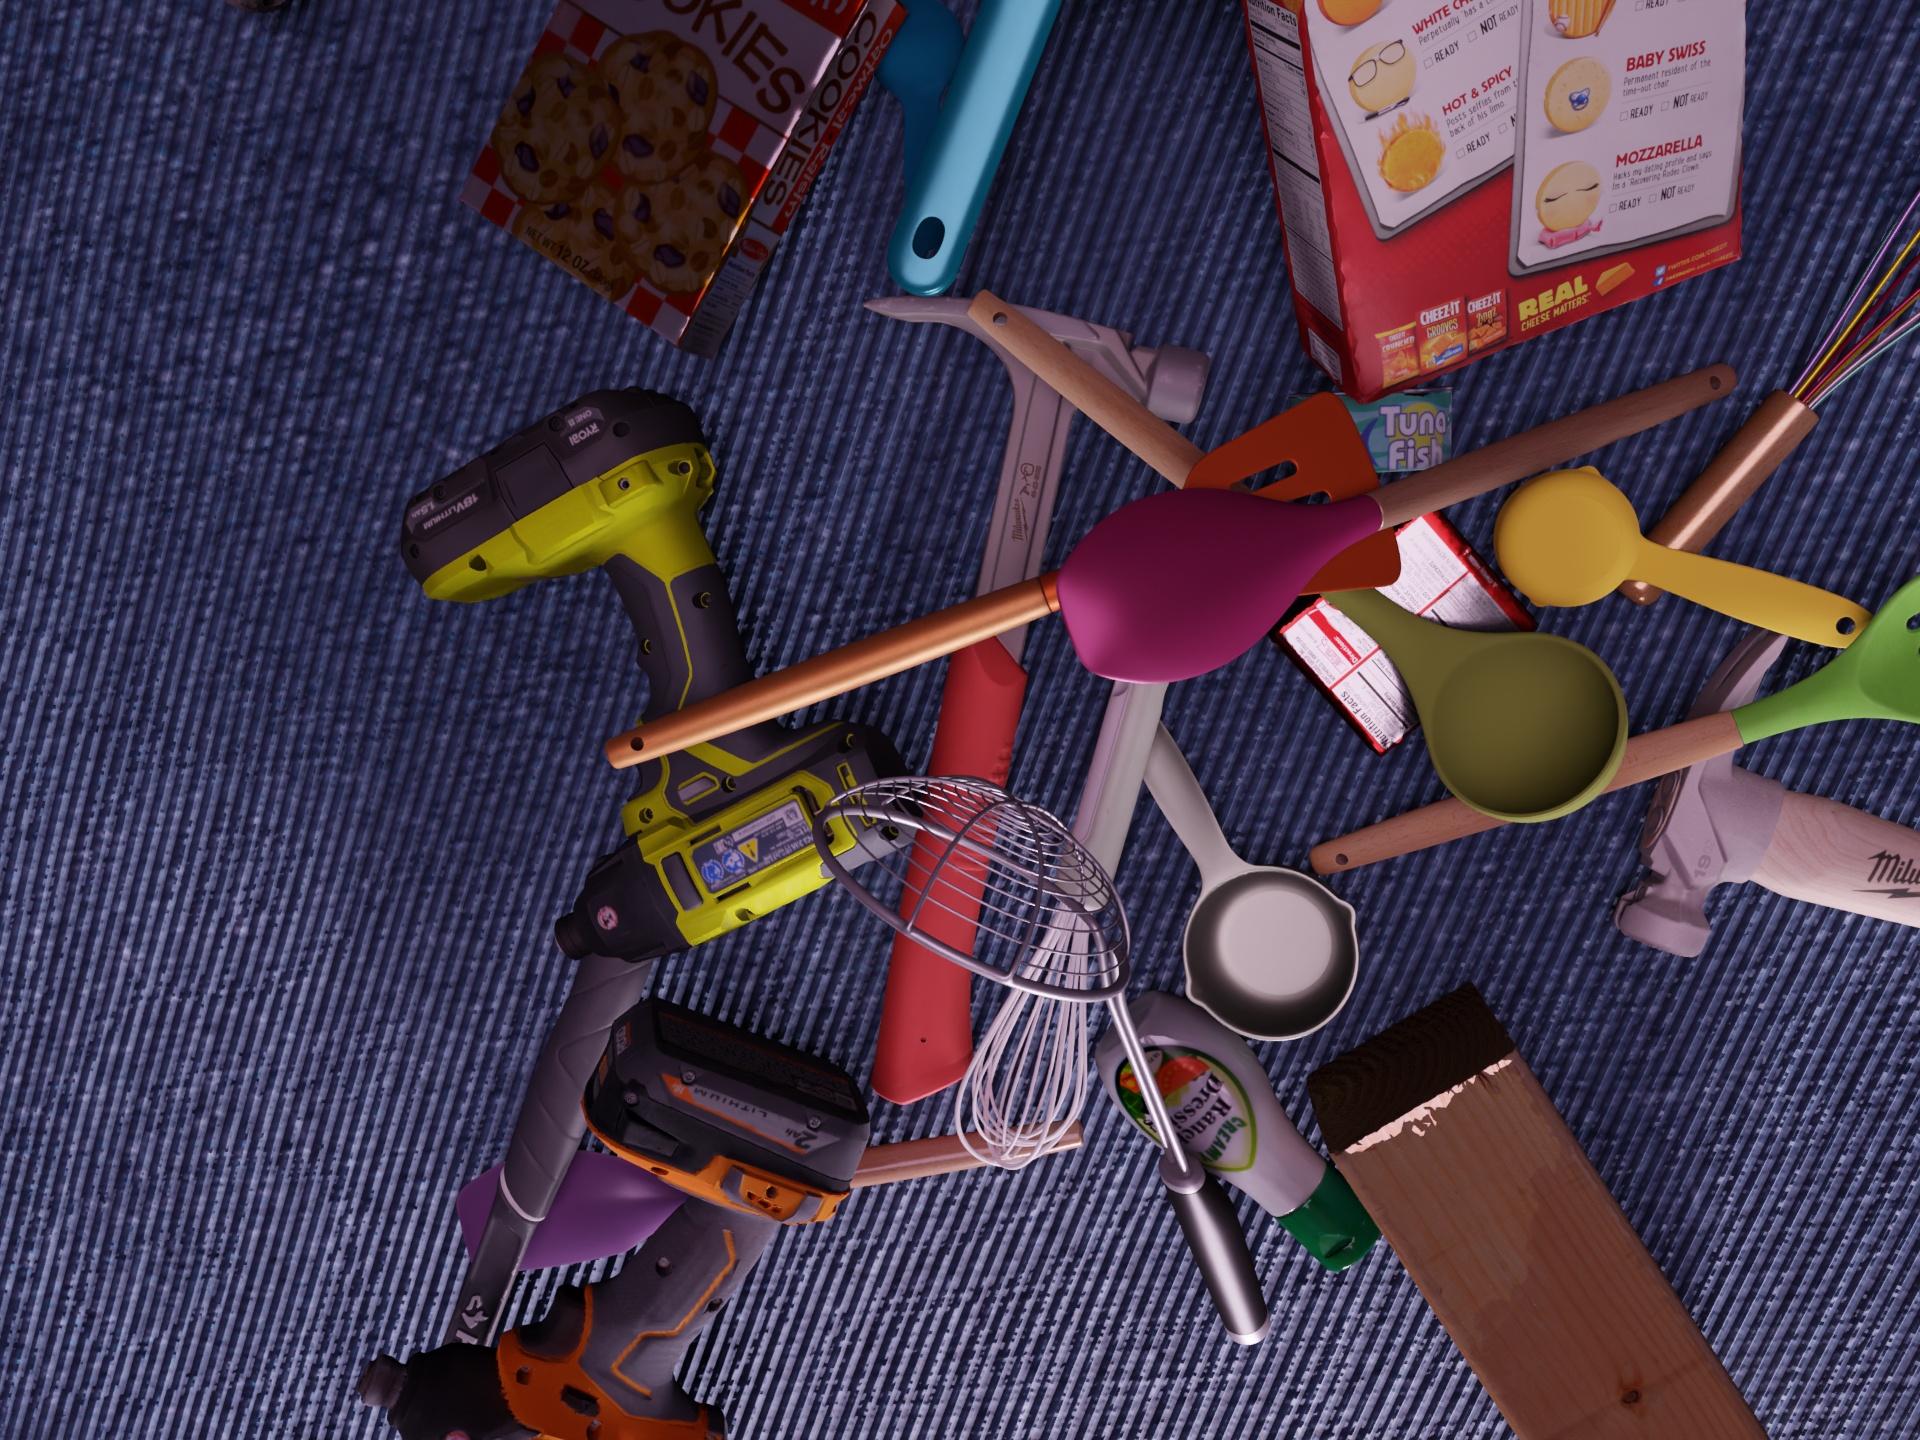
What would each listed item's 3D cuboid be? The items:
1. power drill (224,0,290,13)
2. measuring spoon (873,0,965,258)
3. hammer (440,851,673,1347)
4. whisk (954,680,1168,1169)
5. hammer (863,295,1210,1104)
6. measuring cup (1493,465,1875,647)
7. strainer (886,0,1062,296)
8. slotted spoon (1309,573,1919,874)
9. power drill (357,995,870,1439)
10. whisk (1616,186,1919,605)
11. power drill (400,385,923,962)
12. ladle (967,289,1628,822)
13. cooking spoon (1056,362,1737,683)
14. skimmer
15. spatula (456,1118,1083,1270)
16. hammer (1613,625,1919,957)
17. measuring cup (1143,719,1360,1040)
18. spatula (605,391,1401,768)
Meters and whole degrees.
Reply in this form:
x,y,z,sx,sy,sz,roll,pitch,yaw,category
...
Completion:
x,y,z,sx,sy,sz,roll,pitch,yaw,category
-0.283,-0.425,0.647,0.226,0.084,0.185,-35,95,15,power drill
-0.016,-0.243,0.663,0.042,0.021,0.129,-6,85,7,measuring spoon
-0.213,0.247,0.764,0.149,0.036,0.409,24,98,8,hammer
0.050,0.087,0.709,0.059,0.058,0.246,12,99,-19,whisk
-0.001,-0.002,0.711,0.149,0.037,0.359,12,101,4,hammer
0.296,-0.058,0.647,0.156,0.029,0.062,20,106,13,measuring cup
0.050,-0.327,0.620,0.211,0.095,0.340,24,103,2,strainer
0.293,0.010,0.658,0.314,0.031,0.070,-22,100,22,slotted spoon
-0.153,0.245,0.707,0.164,0.084,0.226,24,95,-17,power drill
0.359,-0.145,0.648,0.051,0.047,0.245,40,106,10,whisk
-0.139,-0.013,0.688,0.171,0.080,0.223,-27,89,13,power drill
0.131,-0.073,0.643,0.320,0.062,0.078,38,97,0,ladle
0.179,-0.089,0.615,0.319,0.017,0.069,-21,94,-18,cooking spoon
0.050,0.163,0.653,0.090,0.127,0.362,-30,124,-10,skimmer
-0.096,0.221,0.769,0.316,0.018,0.060,-11,96,9,spatula
0.501,0.085,0.674,0.410,0.038,0.146,17,100,2,hammer
0.118,0.062,0.716,0.083,0.038,0.168,-32,78,15,measuring cup
0.011,-0.040,0.626,0.322,0.041,0.081,-20,88,7,spatula
